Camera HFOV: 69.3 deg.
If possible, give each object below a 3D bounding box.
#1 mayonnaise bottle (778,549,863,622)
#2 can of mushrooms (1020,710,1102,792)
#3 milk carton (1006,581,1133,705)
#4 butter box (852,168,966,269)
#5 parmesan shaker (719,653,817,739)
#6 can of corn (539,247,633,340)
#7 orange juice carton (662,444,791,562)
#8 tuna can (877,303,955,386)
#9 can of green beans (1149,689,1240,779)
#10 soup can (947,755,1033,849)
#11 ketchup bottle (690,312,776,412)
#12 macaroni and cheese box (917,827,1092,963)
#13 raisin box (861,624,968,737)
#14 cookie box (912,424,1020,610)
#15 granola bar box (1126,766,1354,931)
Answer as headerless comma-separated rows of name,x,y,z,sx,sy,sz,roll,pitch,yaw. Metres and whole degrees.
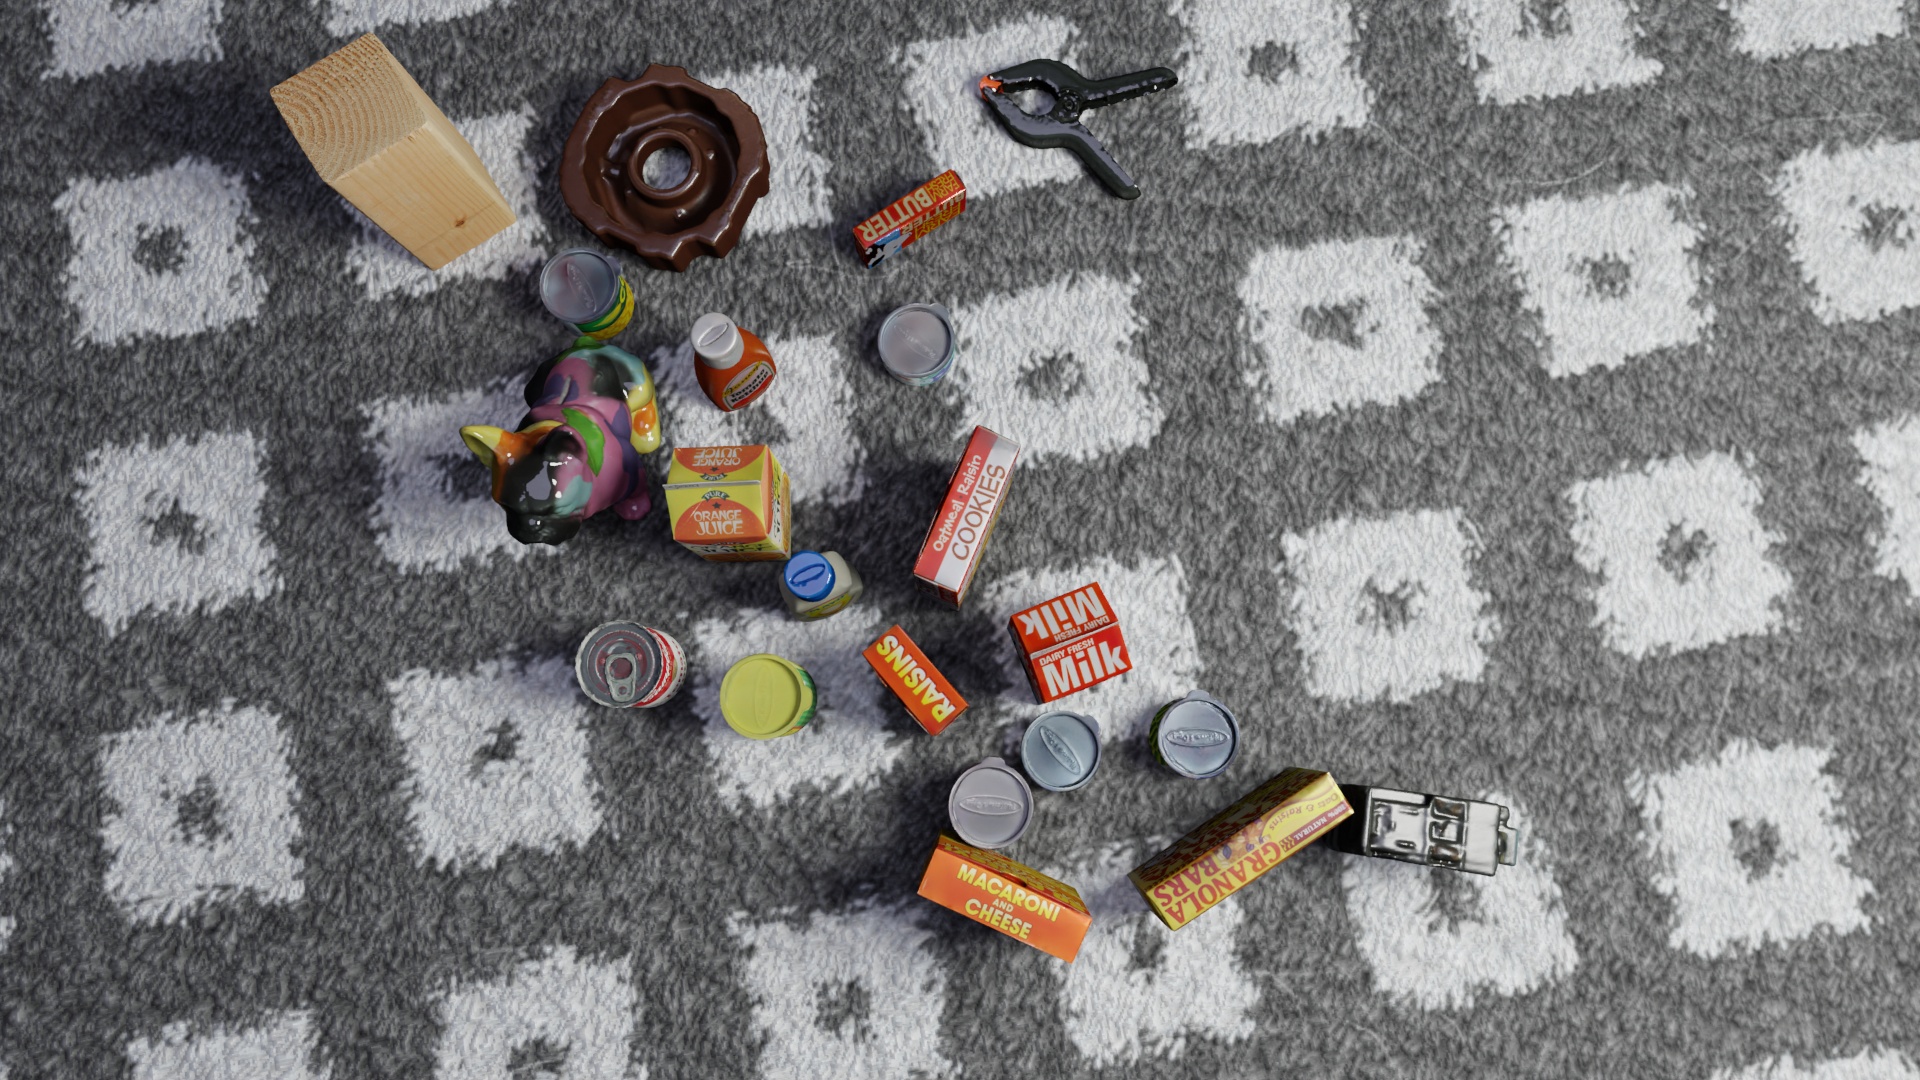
mayonnaise bottle,-0.114,0.035,1.106,0.065,0.148,0.041,-26,83,-3
can of mushrooms,0.084,0.172,1.145,0.071,0.033,0.071,0,82,0
milk carton,0.083,0.082,1.078,0.072,0.190,0.073,-22,83,-3
butter box,-0.044,-0.277,1.199,0.103,0.053,0.024,-32,84,-4
parmesan shaker,-0.149,0.127,1.116,0.071,0.103,0.071,0,82,0
can of corn,-0.316,-0.211,1.187,0.071,0.058,0.071,0,82,0
orange juice carton,-0.180,-0.029,1.093,0.072,0.192,0.073,-2,82,0
tuna can,-0.036,-0.170,1.194,0.071,0.033,0.071,0,82,0
can of green beans,0.190,0.160,1.134,0.071,0.057,0.071,0,82,0
soup can,0.024,0.208,1.114,0.071,0.083,0.071,0,82,0
ketchup bottle,-0.189,-0.148,1.132,0.065,0.148,0.043,-40,84,-5
macaroni and cheese box,0.031,0.267,1.064,0.124,0.166,0.040,24,83,3
raisin box,-0.035,0.113,1.108,0.040,0.123,0.086,-40,84,-5
cookie box,0.004,-0.014,1.104,0.040,0.167,0.123,22,83,3
granola bar box,0.216,0.239,1.089,0.166,0.124,0.039,-32,84,-4
